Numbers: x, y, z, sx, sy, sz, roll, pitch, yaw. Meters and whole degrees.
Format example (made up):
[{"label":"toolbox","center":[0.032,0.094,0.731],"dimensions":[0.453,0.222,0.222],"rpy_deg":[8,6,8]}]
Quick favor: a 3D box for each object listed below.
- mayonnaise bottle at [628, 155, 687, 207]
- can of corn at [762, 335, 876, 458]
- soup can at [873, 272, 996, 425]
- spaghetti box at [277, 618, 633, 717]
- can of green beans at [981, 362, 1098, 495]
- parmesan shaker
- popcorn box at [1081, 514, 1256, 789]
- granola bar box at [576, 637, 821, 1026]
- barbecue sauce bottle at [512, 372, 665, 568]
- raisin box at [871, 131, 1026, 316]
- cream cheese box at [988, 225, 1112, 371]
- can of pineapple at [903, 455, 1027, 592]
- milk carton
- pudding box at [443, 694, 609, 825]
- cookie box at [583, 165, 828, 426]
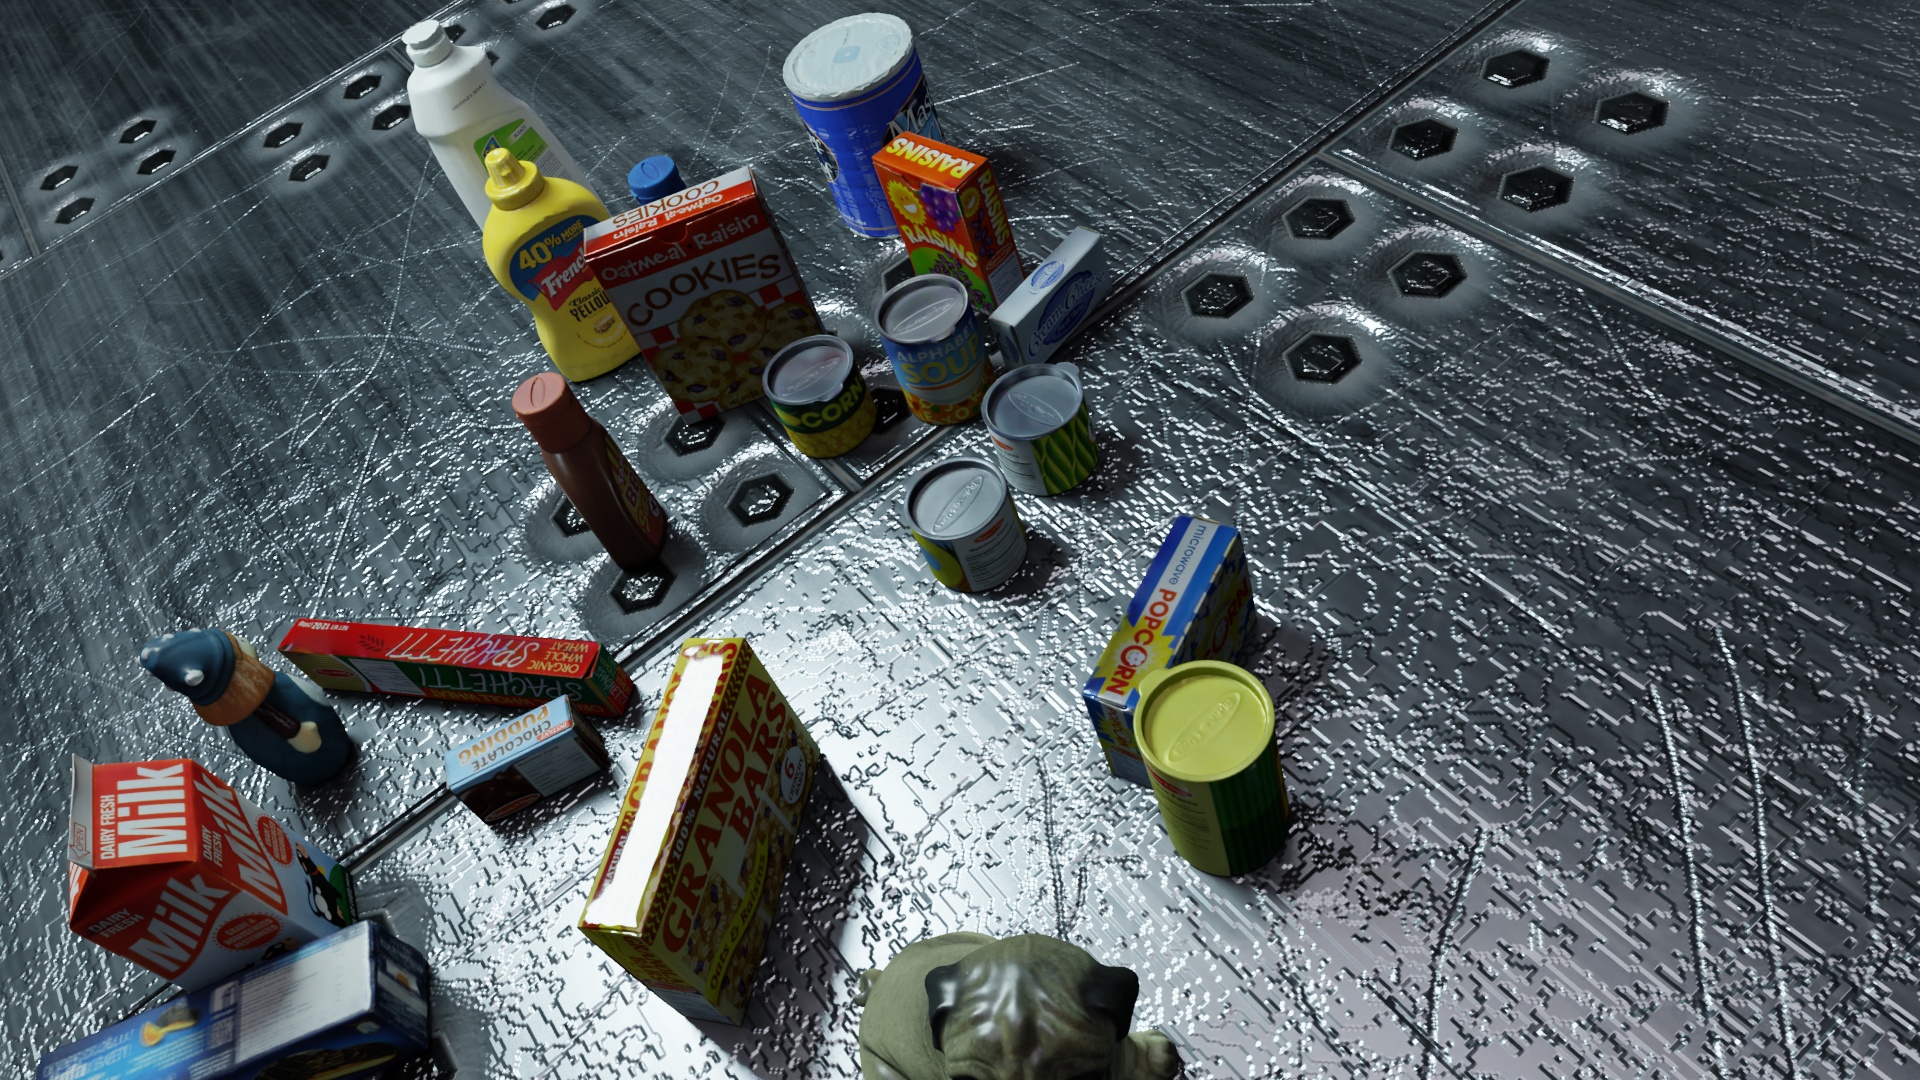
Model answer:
[{"label":"mayonnaise bottle","center":[-0.202,-0.220,1.048],"dimensions":[0.041,0.147,0.065],"rpy_deg":[-34,50,-9]},{"label":"can of corn","center":[-0.096,-0.099,0.973],"dimensions":[0.071,0.058,0.071],"rpy_deg":[-9,50,12]},{"label":"soup can","center":[-0.015,-0.128,0.952],"dimensions":[0.071,0.083,0.072],"rpy_deg":[-10,50,12]},{"label":"spaghetti box","center":[-0.332,0.083,0.911],"dimensions":[0.250,0.050,0.029],"rpy_deg":[2,53,20]},{"label":"can of green beans","center":[0.053,-0.071,0.900],"dimensions":[0.071,0.057,0.071],"rpy_deg":[-9,50,12]},{"label":"parmesan shaker","center":[0.126,0.114,0.695],"dimensions":[0.071,0.102,0.072],"rpy_deg":[-10,50,12]},{"label":"popcorn box","center":[0.116,0.061,0.753],"dimensions":[0.038,0.085,0.127],"rpy_deg":[16,59,29]},{"label":"granola bar box","center":[-0.132,0.153,0.736],"dimensions":[0.039,0.123,0.166],"rpy_deg":[0,52,19]},{"label":"barbecue sauce bottle","center":[-0.245,-0.048,0.922],"dimensions":[0.044,0.148,0.065],"rpy_deg":[-18,49,4]},{"label":"raisin box","center":[-0.006,-0.227,1.003],"dimensions":[0.086,0.123,0.040],"rpy_deg":[30,67,35]},{"label":"cream cheese box","center":[0.065,-0.168,0.977],"dimensions":[0.024,0.053,0.104],"rpy_deg":[28,65,34]},{"label":"can of pineapple","center":[0.003,-0.011,0.868],"dimensions":[0.071,0.057,0.071],"rpy_deg":[-9,50,12]},{"label":"milk carton","center":[-0.417,0.188,0.761],"dimensions":[0.073,0.189,0.072],"rpy_deg":[-29,49,-5]},{"label":"pudding box","center":[-0.265,0.134,0.846],"dimensions":[0.084,0.049,0.030],"rpy_deg":[-27,49,-3]},{"label":"cookie box","center":[-0.173,-0.169,0.983],"dimensions":[0.123,0.166,0.040],"rpy_deg":[-21,49,2]}]
